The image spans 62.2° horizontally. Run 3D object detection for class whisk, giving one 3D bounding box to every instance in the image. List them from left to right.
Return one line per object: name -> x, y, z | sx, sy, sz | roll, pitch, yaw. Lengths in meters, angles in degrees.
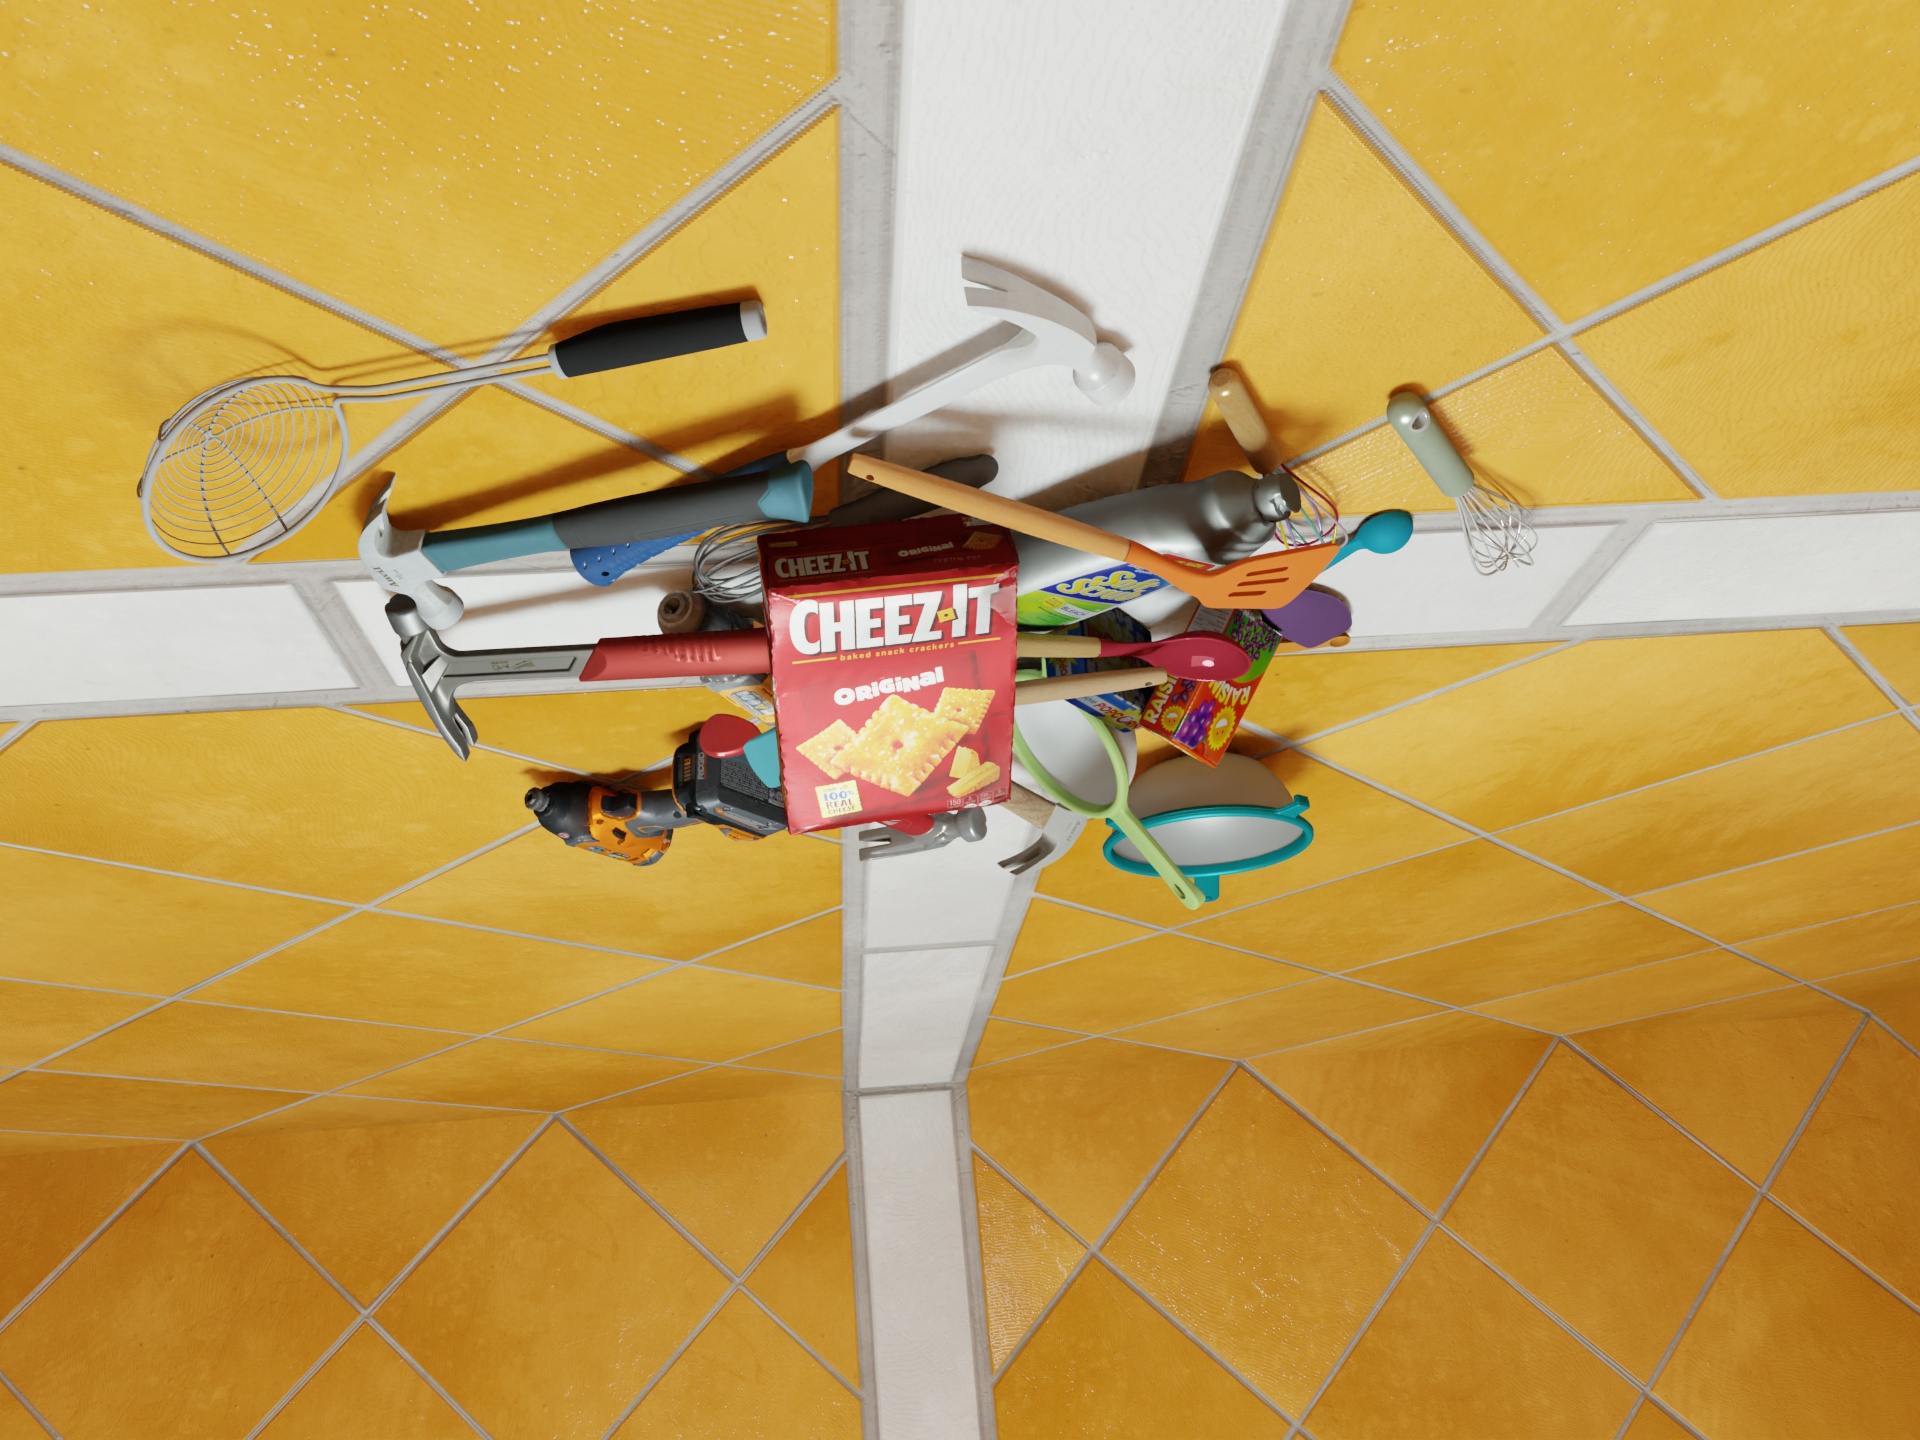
whisk -> -0.083, -0.135, 1.096 | 0.239, 0.055, 0.055 | -18, 154, 17
whisk -> 0.218, -0.171, 1.093 | 0.047, 0.051, 0.244 | -34, 145, 11
whisk -> 0.354, -0.166, 1.125 | 0.058, 0.059, 0.246 | -51, 139, 7

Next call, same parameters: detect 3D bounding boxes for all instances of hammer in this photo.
hammer -> -0.245, -0.125, 1.033 | 0.331, 0.033, 0.128 | -7, 147, 19
hammer -> -0.234, -0.039, 1.166 | 0.359, 0.037, 0.149 | -2, 132, 12
hammer -> -0.098, -0.172, 1.014 | 0.405, 0.035, 0.144 | -20, 153, 30
hammer -> -0.124, 0.067, 1.454 | 0.143, 0.038, 0.386 | -13, 158, 25
hammer -> 0.010, 0.052, 1.498 | 0.331, 0.130, 0.031 | 31, 177, -43

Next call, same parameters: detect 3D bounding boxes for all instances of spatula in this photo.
spatula -> -0.002, -0.004, 1.195 | 0.317, 0.044, 0.082 | -8, 152, 6
spatula -> 0.084, -0.123, 1.022 | 0.322, 0.041, 0.081 | 16, 149, -11
spatula -> 0.219, -0.114, 1.238 | 0.060, 0.018, 0.315 | -30, 147, 31

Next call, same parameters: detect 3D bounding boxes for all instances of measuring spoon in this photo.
measuring spoon -> 0.278, -0.067, 1.377 | 0.117, 0.011, 0.021 | -6, 153, 9
measuring spoon -> 0.290, -0.119, 1.220 | 0.128, 0.021, 0.042 | -31, 147, 29

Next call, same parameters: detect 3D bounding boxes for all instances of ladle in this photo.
ladle -> 0.077, -0.053, 1.170 | 0.315, 0.031, 0.069 | 1, 158, -26

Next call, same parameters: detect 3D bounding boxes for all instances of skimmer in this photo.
skimmer -> -0.285, -0.168, 0.907 | 0.363, 0.090, 0.127 | -10, 161, 6

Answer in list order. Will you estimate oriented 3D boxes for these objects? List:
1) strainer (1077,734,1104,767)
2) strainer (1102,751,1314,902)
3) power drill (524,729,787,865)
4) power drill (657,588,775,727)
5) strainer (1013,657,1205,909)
strainer -> 0.171, -0.012, 1.432 | 0.258, 0.050, 0.087 | -33, -178, 39
strainer -> 0.256, 0.109, 1.672 | 0.211, 0.095, 0.340 | -6, 159, 7
power drill -> -0.287, 0.076, 1.492 | 0.226, 0.084, 0.164 | -16, 154, 32
power drill -> -0.103, -0.064, 1.214 | 0.226, 0.084, 0.185 | -10, 155, 21
strainer -> 0.141, 0.047, 1.380 | 0.069, 0.256, 0.151 | -38, 177, -26
